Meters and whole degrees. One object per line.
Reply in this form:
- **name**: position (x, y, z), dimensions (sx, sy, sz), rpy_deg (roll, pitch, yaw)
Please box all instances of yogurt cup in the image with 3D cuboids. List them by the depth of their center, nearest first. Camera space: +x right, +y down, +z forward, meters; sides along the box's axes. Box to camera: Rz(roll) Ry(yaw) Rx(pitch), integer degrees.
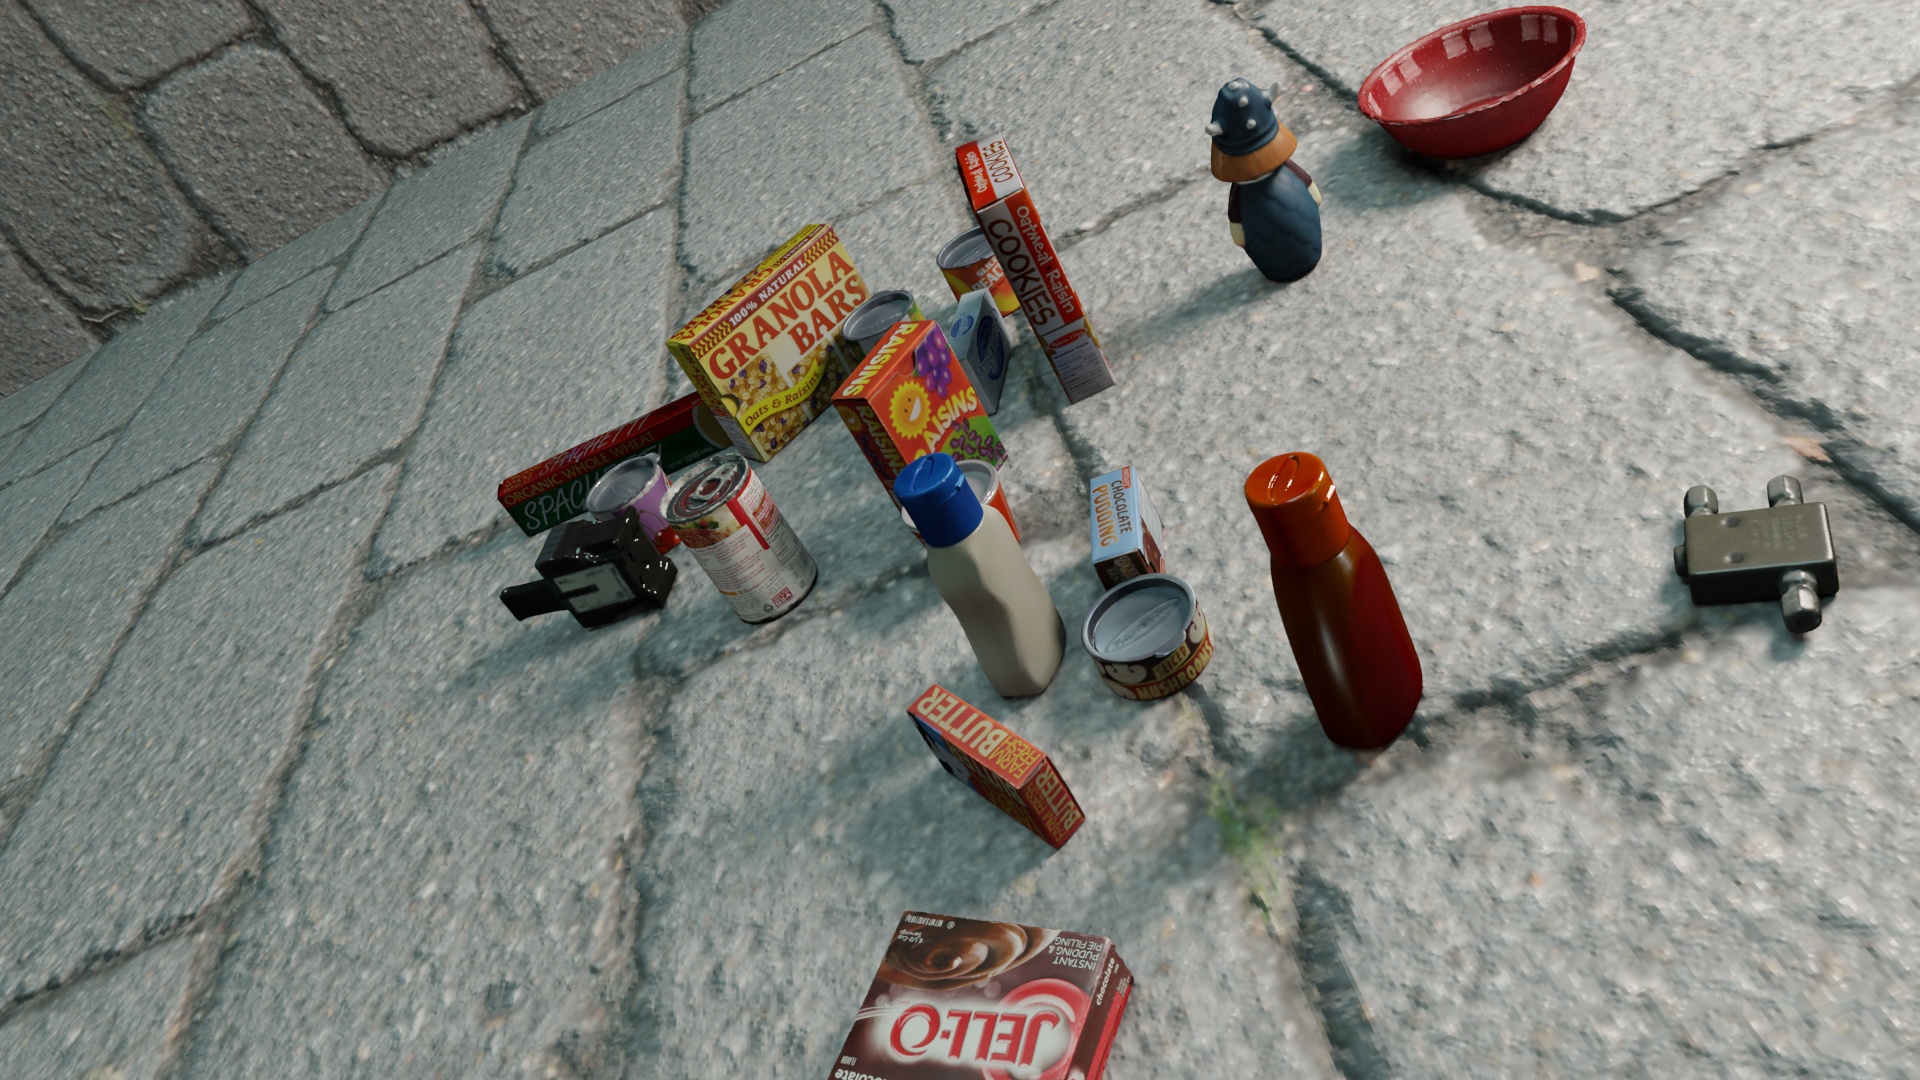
- **yogurt cup**: position (0.003, -0.011, 0.898), dimensions (0.072, 0.053, 0.073), rpy_deg (-20, 34, 15)

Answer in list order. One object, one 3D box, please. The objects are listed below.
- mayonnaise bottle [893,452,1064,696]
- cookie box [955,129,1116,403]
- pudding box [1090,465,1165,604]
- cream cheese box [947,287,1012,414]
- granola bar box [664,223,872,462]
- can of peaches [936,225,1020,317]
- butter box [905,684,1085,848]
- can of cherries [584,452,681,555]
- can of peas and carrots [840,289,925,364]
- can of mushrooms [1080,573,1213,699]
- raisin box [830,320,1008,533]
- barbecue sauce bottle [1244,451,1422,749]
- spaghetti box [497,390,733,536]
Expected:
- **mayonnaise bottle**: position (0.011, 0.018, 0.768), dimensions (0.041, 0.147, 0.065), rpy_deg (-10, 38, 28)
- **cookie box**: position (0.052, -0.198, 1.004), dimensions (0.040, 0.166, 0.123), rpy_deg (-25, 33, 9)
- **pudding box**: position (0.098, 0.001, 0.813), dimensions (0.030, 0.049, 0.084), rpy_deg (-19, 35, 18)
- **cream cheese box**: position (0.013, -0.144, 1.067), dimensions (0.024, 0.053, 0.104), rpy_deg (-15, 36, 23)
- **granola bar box**: position (-0.144, -0.164, 1.149), dimensions (0.166, 0.123, 0.039), rpy_deg (-46, 36, -22)
- **can of peaches**: position (0.022, -0.223, 1.159), dimensions (0.071, 0.058, 0.071), rpy_deg (-20, 34, 15)
- **butter box**: position (0.017, 0.116, 0.720), dimensions (0.024, 0.053, 0.103), rpy_deg (-42, 35, -17)
- **can of cherries**: position (-0.254, -0.026, 1.112), dimensions (0.071, 0.058, 0.072), rpy_deg (-20, 34, 15)
- **can of peas and carrots**: position (-0.056, -0.164, 1.141), dimensions (0.071, 0.058, 0.071), rpy_deg (-20, 34, 15)
- **can of mushrooms**: position (0.103, 0.053, 0.755), dimensions (0.071, 0.033, 0.071), rpy_deg (-20, 34, 15)
- **raisin box**: position (-0.025, -0.076, 0.942), dimensions (0.040, 0.123, 0.086), rpy_deg (5, 47, 42)
- **barbecue sauce bottle**: position (0.170, 0.026, 0.634), dimensions (0.043, 0.148, 0.065), rpy_deg (2, 45, 40)
- **spaghetti box**: position (-0.286, -0.074, 1.207), dimensions (0.250, 0.050, 0.029), rpy_deg (-23, 34, 11)
